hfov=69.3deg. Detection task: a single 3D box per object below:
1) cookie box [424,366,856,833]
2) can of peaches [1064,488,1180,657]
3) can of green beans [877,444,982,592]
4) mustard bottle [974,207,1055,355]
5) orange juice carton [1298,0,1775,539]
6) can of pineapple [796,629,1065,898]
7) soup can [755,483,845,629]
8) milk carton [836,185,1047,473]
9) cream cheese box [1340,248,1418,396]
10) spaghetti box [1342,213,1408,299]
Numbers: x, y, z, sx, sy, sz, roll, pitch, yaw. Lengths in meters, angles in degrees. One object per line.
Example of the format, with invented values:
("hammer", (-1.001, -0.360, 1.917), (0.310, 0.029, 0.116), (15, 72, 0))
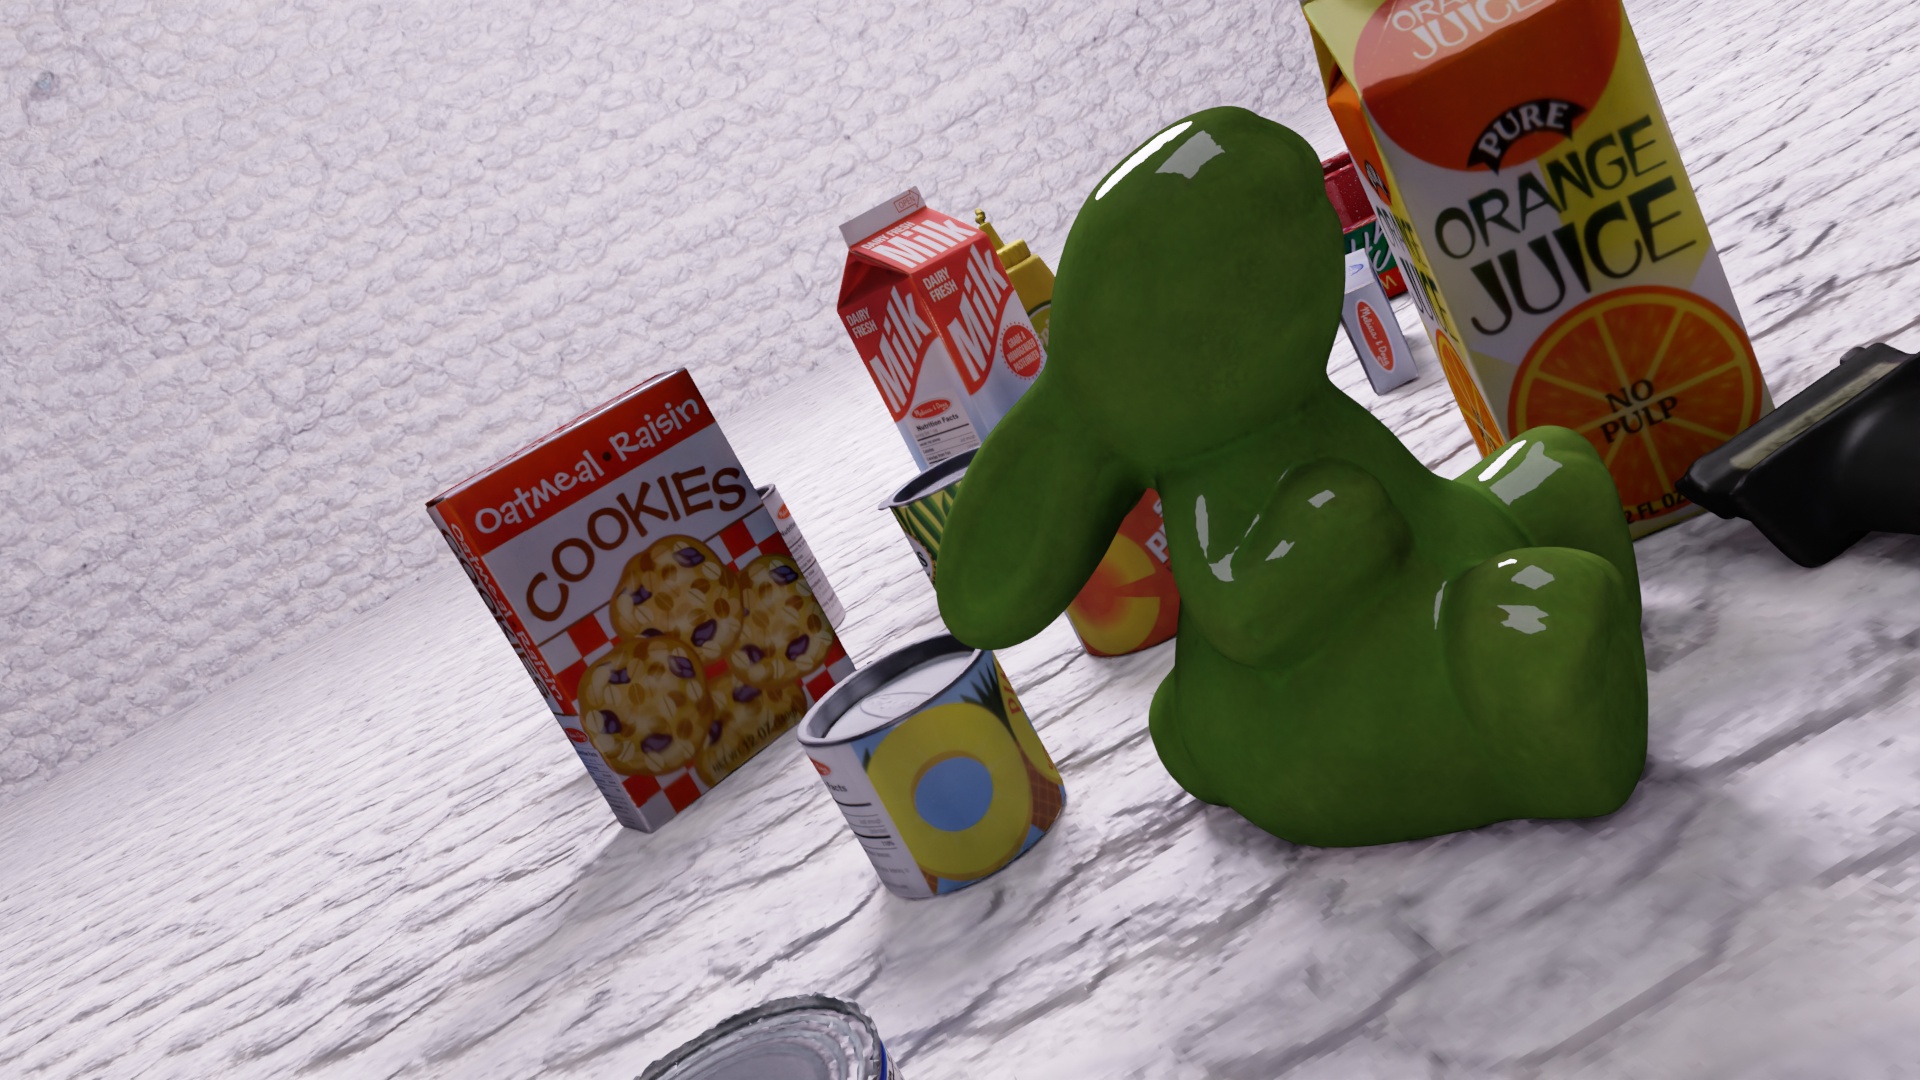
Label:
("cookie box", (-0.138, 0.024, 0.620), (0.123, 0.167, 0.040), (-36, 15, -31))
("can of peaches", (0.065, 0.003, 0.532), (0.071, 0.058, 0.071), (-26, 13, 7))
("can of green beans", (0.005, -0.010, 0.706), (0.071, 0.057, 0.071), (-26, 13, 7))
("mustard bottle", (0.045, -0.148, 0.927), (0.065, 0.160, 0.049), (-32, 13, -19))
("orange juice carton", (0.168, -0.098, 0.414), (0.072, 0.192, 0.073), (-25, 13, 14))
("can of pineapple", (-0.007, 0.067, 0.432), (0.071, 0.057, 0.071), (-26, 13, 7))
("soup can", (-0.114, 0.022, 0.768), (0.071, 0.083, 0.071), (-26, 13, 7))
("milk carton", (-0.005, -0.110, 0.816), (0.073, 0.190, 0.073), (-14, 19, 48))
("cream cheese box", (0.206, -0.113, 0.702), (0.024, 0.053, 0.104), (-23, 14, 20))
("spaghetti box", (0.204, -0.150, 0.860), (0.249, 0.050, 0.029), (-23, 13, 20))
